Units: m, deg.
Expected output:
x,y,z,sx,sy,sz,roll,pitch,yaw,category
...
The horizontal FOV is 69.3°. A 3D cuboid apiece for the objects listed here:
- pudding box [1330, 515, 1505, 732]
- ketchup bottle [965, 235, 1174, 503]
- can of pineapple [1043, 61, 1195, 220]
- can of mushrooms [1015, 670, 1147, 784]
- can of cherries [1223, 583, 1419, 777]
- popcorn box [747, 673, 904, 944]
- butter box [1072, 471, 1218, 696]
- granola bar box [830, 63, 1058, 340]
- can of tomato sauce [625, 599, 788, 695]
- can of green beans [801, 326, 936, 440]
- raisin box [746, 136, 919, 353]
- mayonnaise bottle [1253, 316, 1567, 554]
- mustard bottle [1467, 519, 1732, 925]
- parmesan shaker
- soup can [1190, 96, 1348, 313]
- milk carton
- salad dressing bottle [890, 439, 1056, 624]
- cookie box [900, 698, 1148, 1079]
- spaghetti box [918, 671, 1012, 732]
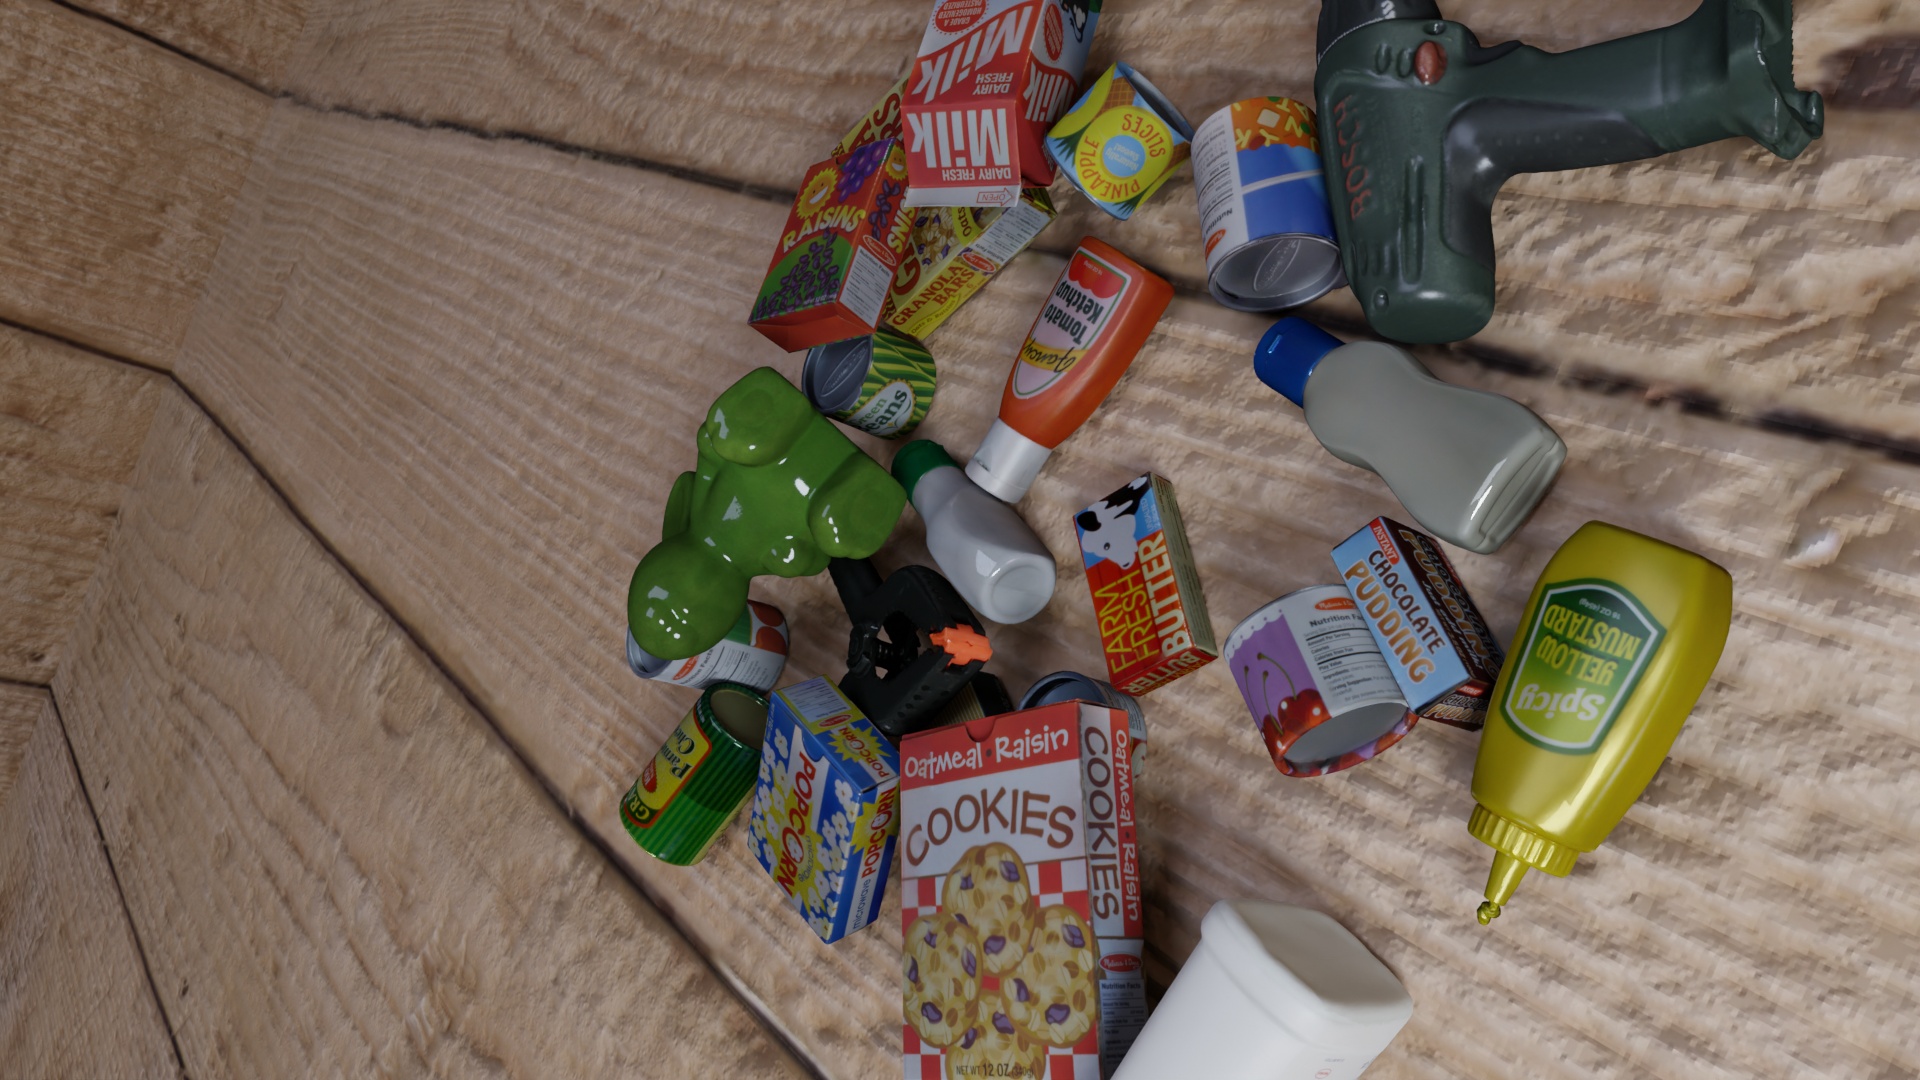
x,y,z,sx,sy,sz,roll,pitch,yaw,category
0.193,0.035,0.576,0.030,0.049,0.084,-41,49,30,pudding box
0.056,-0.091,0.769,0.148,0.043,0.065,-59,44,13,ketchup bottle
0.089,-0.219,0.765,0.057,0.071,0.071,-43,49,26,can of pineapple
0.058,0.103,0.701,0.071,0.033,0.071,-18,64,40,can of mushrooms
0.154,0.062,0.597,0.071,0.071,0.058,-41,51,28,can of cherries
-0.075,0.150,0.770,0.085,0.038,0.126,42,133,35,popcorn box
0.092,0.022,0.703,0.053,0.024,0.104,-31,55,33,butter box
-0.015,-0.230,0.897,0.123,0.039,0.166,-38,51,28,granola bar box
-0.165,0.063,0.907,0.071,0.083,0.071,-19,63,41,can of tomato sauce
-0.057,-0.102,0.878,0.071,0.058,0.071,-19,62,40,can of green beans
-0.075,-0.184,0.865,0.086,0.040,0.124,-4,60,45,raisin box
0.192,-0.056,0.620,0.064,0.041,0.148,-57,43,12,mayonnaise bottle
0.231,0.074,0.524,0.065,0.049,0.160,26,94,49,mustard bottle
-0.162,0.147,0.887,0.102,0.071,0.071,-52,46,19,parmesan shaker
0.153,-0.164,0.684,0.071,0.071,0.084,-23,59,39,soup can
0.022,-0.269,0.806,0.072,0.073,0.191,5,64,24,milk carton
0.003,-0.010,0.784,0.043,0.064,0.148,-65,34,20,salad dressing bottle
0.026,0.168,0.657,0.122,0.040,0.168,-19,64,41,cookie box
0.037,0.176,0.699,0.050,0.028,0.251,-46,48,26,spaghetti box
